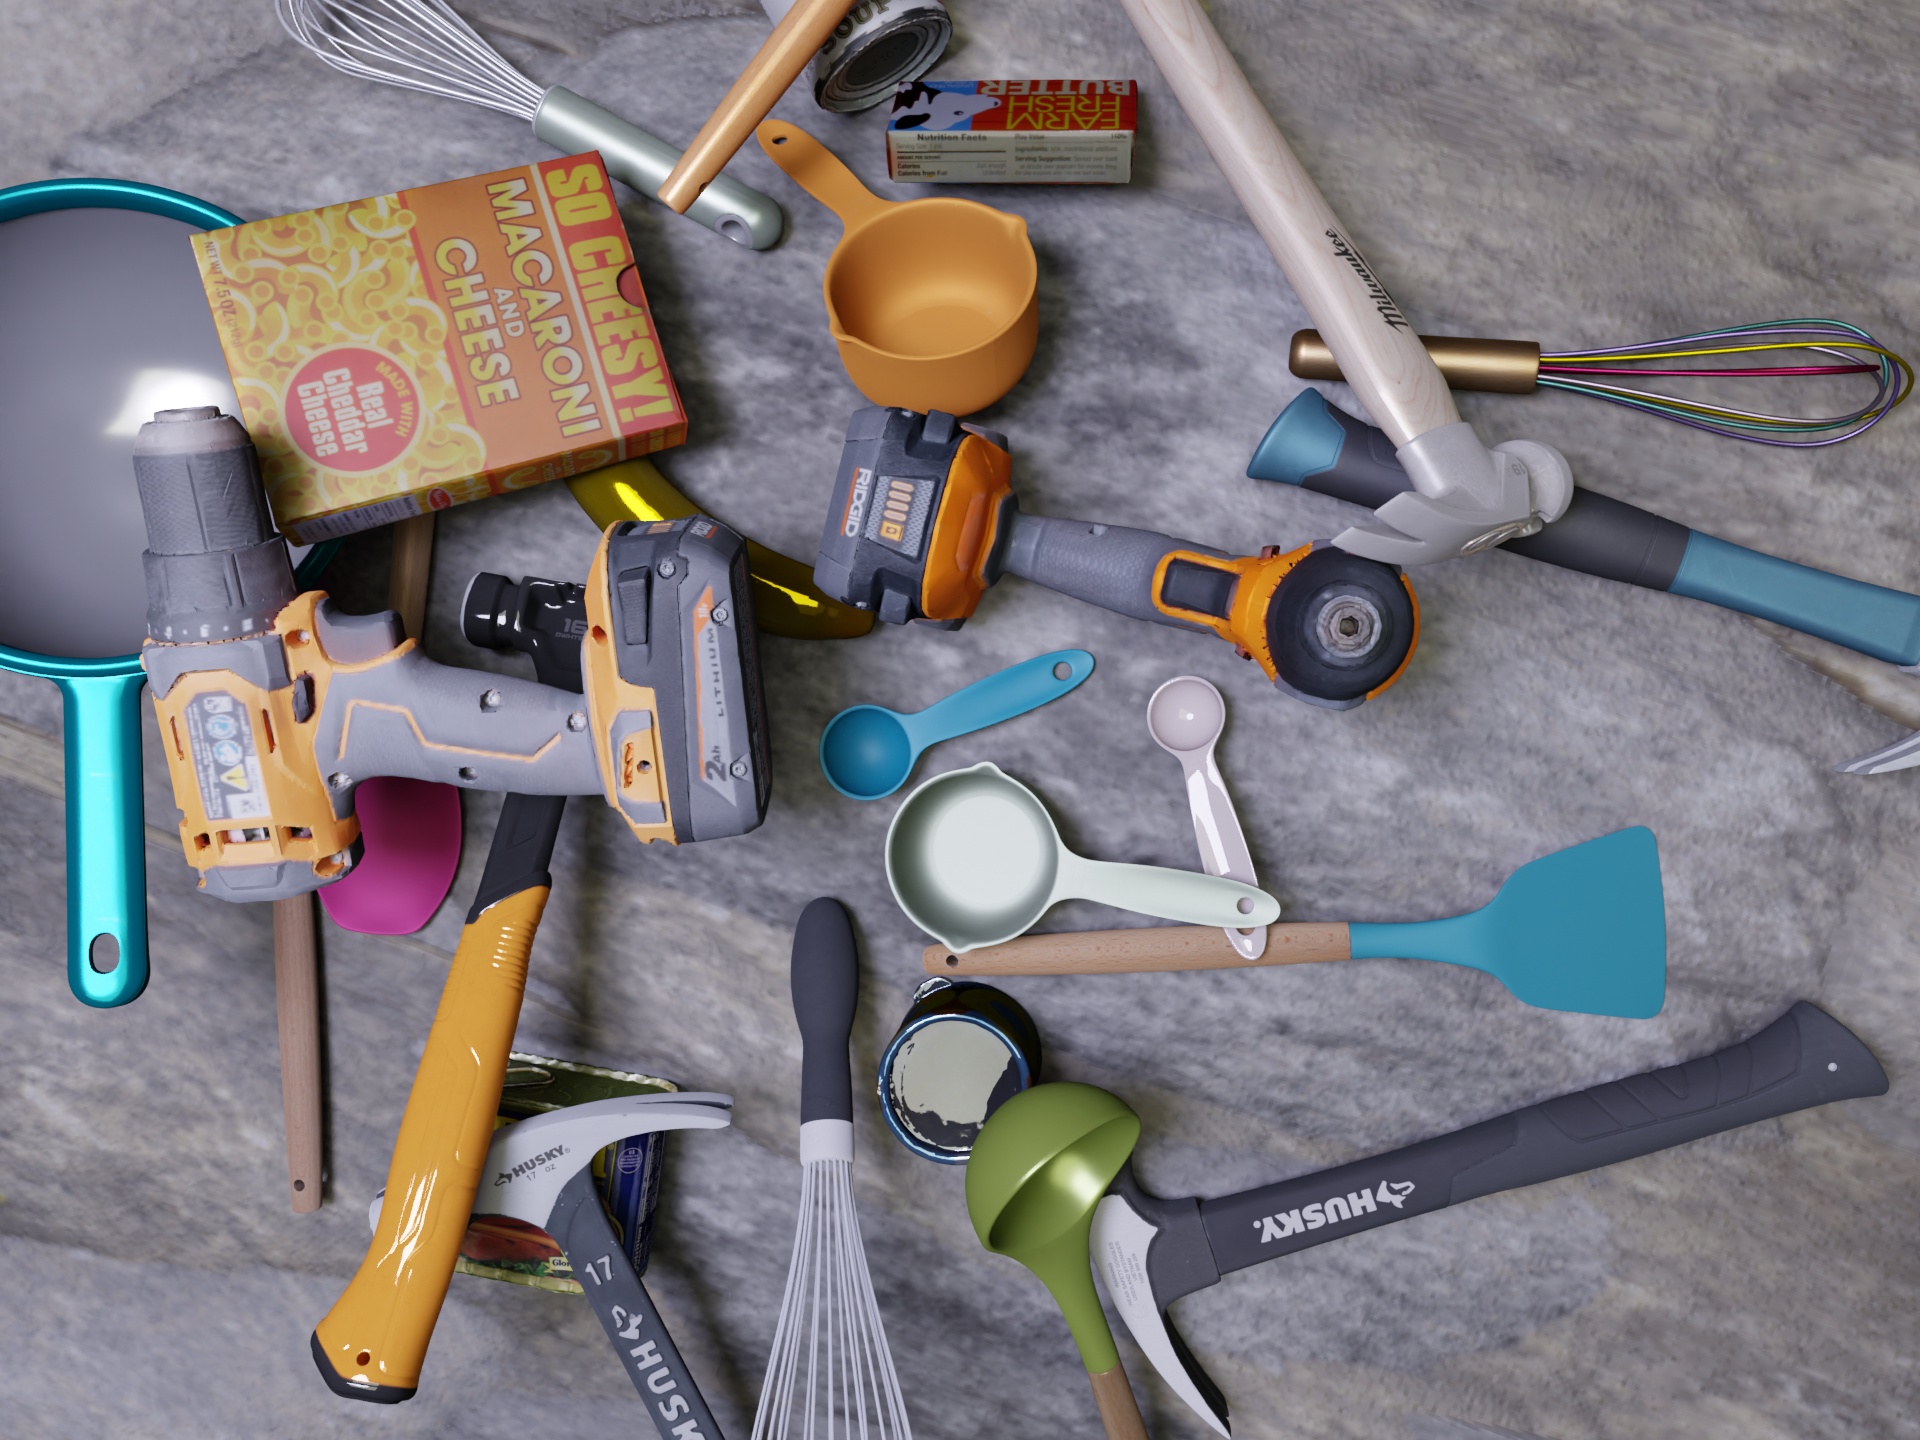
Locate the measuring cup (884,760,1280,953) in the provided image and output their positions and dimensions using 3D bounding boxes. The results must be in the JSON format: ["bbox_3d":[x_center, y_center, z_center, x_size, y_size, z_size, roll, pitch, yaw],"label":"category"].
[{"bbox_3d":[0.052,0.065,0.681,0.167,0.038,0.083,9,93,9],"label":"measuring cup"}]

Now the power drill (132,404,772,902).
[{"bbox_3d":[-0.194,-0.031,0.601,0.226,0.084,0.185,-5,107,0],"label":"power drill"}]

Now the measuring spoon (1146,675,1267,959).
[{"bbox_3d":[0.110,0.041,0.680,0.034,0.018,0.124,-17,79,19],"label":"measuring spoon"}]

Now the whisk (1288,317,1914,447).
[{"bbox_3d":[0.260,-0.147,0.656,0.245,0.047,0.051,6,94,9],"label":"whisk"}]

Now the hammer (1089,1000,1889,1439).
[{"bbox_3d":[0.220,0.193,0.675,0.335,0.035,0.146,-18,89,6],"label":"hammer"}]

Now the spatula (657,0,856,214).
[{"bbox_3d":[-0.019,-0.332,0.610,0.041,0.081,0.322,41,97,6],"label":"spatula"}]

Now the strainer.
[{"bbox_3d":[-0.354,-0.052,0.678,0.211,0.095,0.340,-3,84,-13],"label":"strainer"}]

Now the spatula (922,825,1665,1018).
[{"bbox_3d":[0.141,0.096,0.687,0.317,0.044,0.082,-4,92,11],"label":"spatula"}]

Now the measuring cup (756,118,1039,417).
[{"bbox_3d":[-0.035,-0.197,0.685,0.095,0.052,0.174,-35,62,-12],"label":"measuring cup"}]

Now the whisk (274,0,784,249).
[{"bbox_3d":[-0.187,-0.271,0.697,0.246,0.057,0.059,28,66,0],"label":"whisk"}]

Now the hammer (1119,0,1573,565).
[{"bbox_3d":[0.096,-0.243,0.619,0.038,0.146,0.411,-37,75,40],"label":"hammer"}]

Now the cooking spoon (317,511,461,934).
[{"bbox_3d":[-0.250,-0.061,0.722,0.068,0.017,0.319,6,93,-6],"label":"cooking spoon"}]

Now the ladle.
[{"bbox_3d":[0.073,0.291,0.654,0.078,0.062,0.320,-25,106,-26],"label":"ladle"}]

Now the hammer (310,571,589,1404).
[{"bbox_3d":[-0.183,0.099,0.649,0.127,0.034,0.337,9,69,5],"label":"hammer"}]

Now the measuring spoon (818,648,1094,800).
[{"bbox_3d":[-0.001,-0.002,0.703,0.128,0.021,0.042,-22,89,-3],"label":"measuring spoon"}]

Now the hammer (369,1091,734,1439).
[{"bbox_3d":[-0.088,0.344,0.680,0.149,0.036,0.409,-26,99,-1],"label":"hammer"}]

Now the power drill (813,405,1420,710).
[{"bbox_3d":[0.064,-0.058,0.619,0.226,0.164,0.084,15,96,7],"label":"power drill"}]

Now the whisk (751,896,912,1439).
[{"bbox_3d":[-0.052,0.203,0.641,0.070,0.070,0.285,-7,61,6],"label":"whisk"}]

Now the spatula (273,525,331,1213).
[{"bbox_3d":[-0.310,0.068,0.733,0.060,0.018,0.316,-3,90,8],"label":"spatula"}]

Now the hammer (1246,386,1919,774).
[{"bbox_3d":[0.284,-0.072,0.660,0.331,0.033,0.128,18,93,5],"label":"hammer"}]
